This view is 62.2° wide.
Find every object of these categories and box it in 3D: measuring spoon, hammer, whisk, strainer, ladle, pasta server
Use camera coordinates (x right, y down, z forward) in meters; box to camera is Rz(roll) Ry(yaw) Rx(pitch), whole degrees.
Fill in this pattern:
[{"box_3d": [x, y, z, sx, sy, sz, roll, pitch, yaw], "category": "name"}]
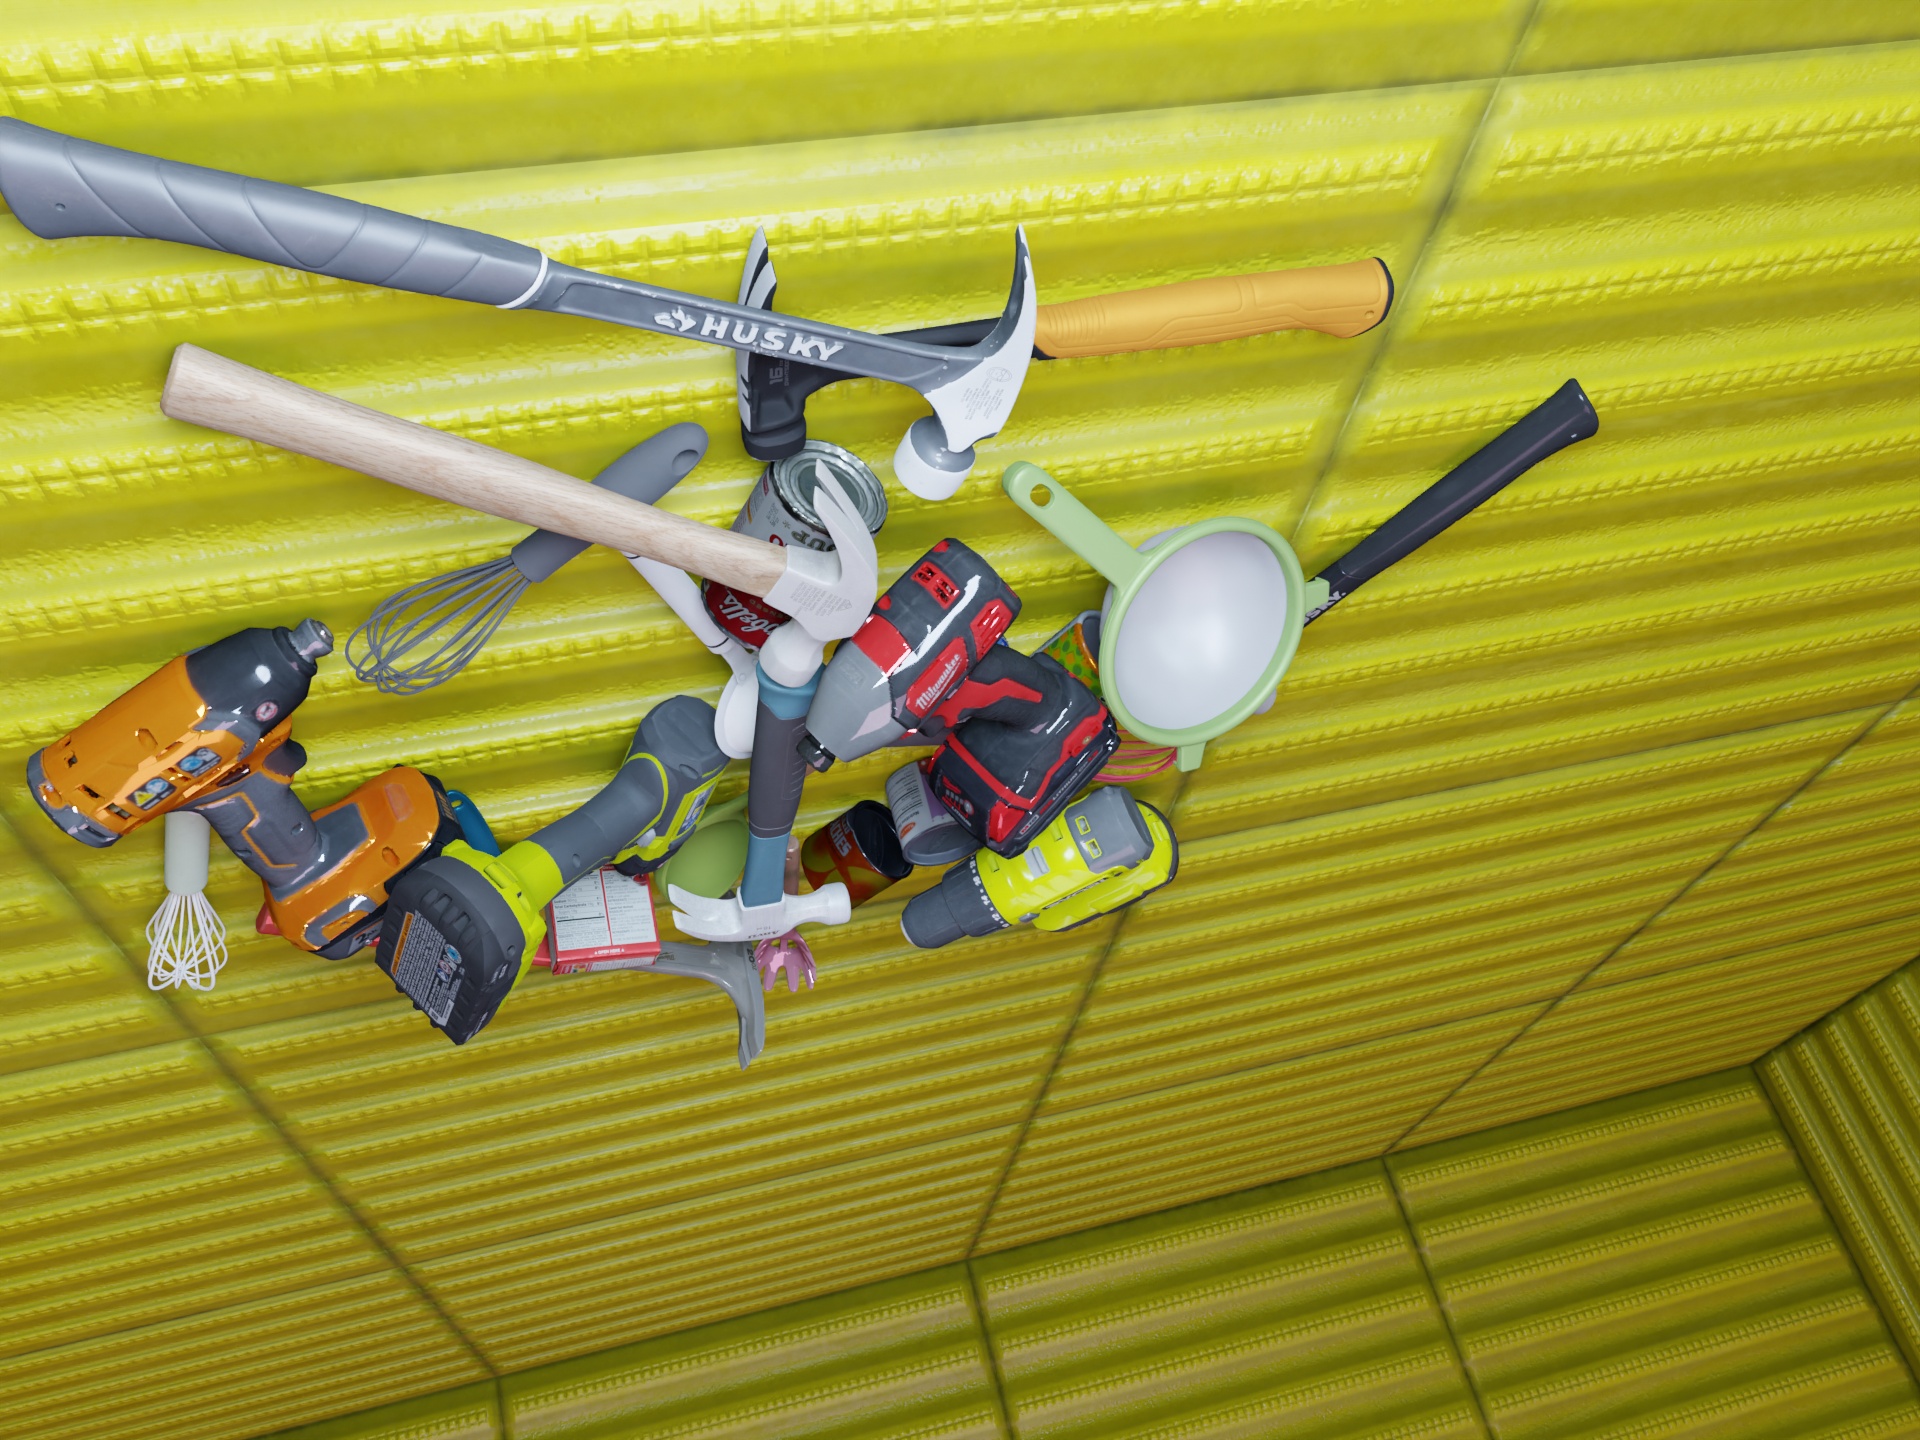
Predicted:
[{"box_3d": [-0.327, 0.080, 1.083, 0.042, 0.021, 0.128, -26, 144, -12], "category": "measuring spoon"}, {"box_3d": [0.058, -0.198, 0.778, 0.337, 0.034, 0.127, -10, 152, -13], "category": "hammer"}, {"box_3d": [-0.118, 0.059, 1.007, 0.128, 0.033, 0.330, -9, 149, -16], "category": "hammer"}, {"box_3d": [-0.308, 0.165, 1.132, 0.358, 0.149, 0.036, 13, 132, -33], "category": "hammer"}, {"box_3d": [0.267, -0.109, 1.042, 0.146, 0.035, 0.334, 13, 140, -43], "category": "hammer"}, {"box_3d": [0.025, 0.006, 1.097, 0.295, 0.073, 0.073, 1, 147, -17], "category": "whisk"}, {"box_3d": [-0.190, -0.104, 0.739, 0.331, 0.031, 0.130, 17, 138, -26], "category": "hammer"}, {"box_3d": [-0.492, 0.104, 1.009, 0.058, 0.059, 0.246, -41, 168, -43], "category": "whisk"}, {"box_3d": [-0.136, -0.043, 0.928, 0.087, 0.050, 0.258, -51, 144, -11], "category": "strainer"}, {"box_3d": [-0.105, 0.044, 1.052, 0.078, 0.062, 0.320, -10, 162, -47], "category": "ladle"}, {"box_3d": [-0.138, 0.156, 1.252, 0.060, 0.040, 0.316, 4, 156, -6], "category": "pasta server"}, {"box_3d": [0.102, -0.087, 0.962, 0.256, 0.069, 0.151, 34, 95, -37], "category": "strainer"}, {"box_3d": [-0.158, -0.177, 0.647, 0.408, 0.036, 0.149, 7, 147, -24], "category": "hammer"}, {"box_3d": [-0.224, -0.083, 0.819, 0.239, 0.055, 0.055, -33, 148, 16], "category": "whisk"}]

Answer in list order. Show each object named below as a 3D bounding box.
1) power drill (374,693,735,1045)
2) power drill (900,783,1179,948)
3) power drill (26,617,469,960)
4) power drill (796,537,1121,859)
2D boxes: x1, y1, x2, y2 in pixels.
[{"box_3d": [-0.245, 0.093, 0.989, 0.223, 0.080, 0.171, -40, 170, -42], "category": "power drill"}, {"box_3d": [0.069, 0.117, 1.216, 0.190, 0.080, 0.228, -28, 167, 15], "category": "power drill"}, {"box_3d": [-0.377, 0.037, 0.902, 0.164, 0.084, 0.226, -35, 147, -2], "category": "power drill"}, {"box_3d": [-0.001, -0.003, 0.914, 0.143, 0.079, 0.219, -47, 149, 1], "category": "power drill"}]
